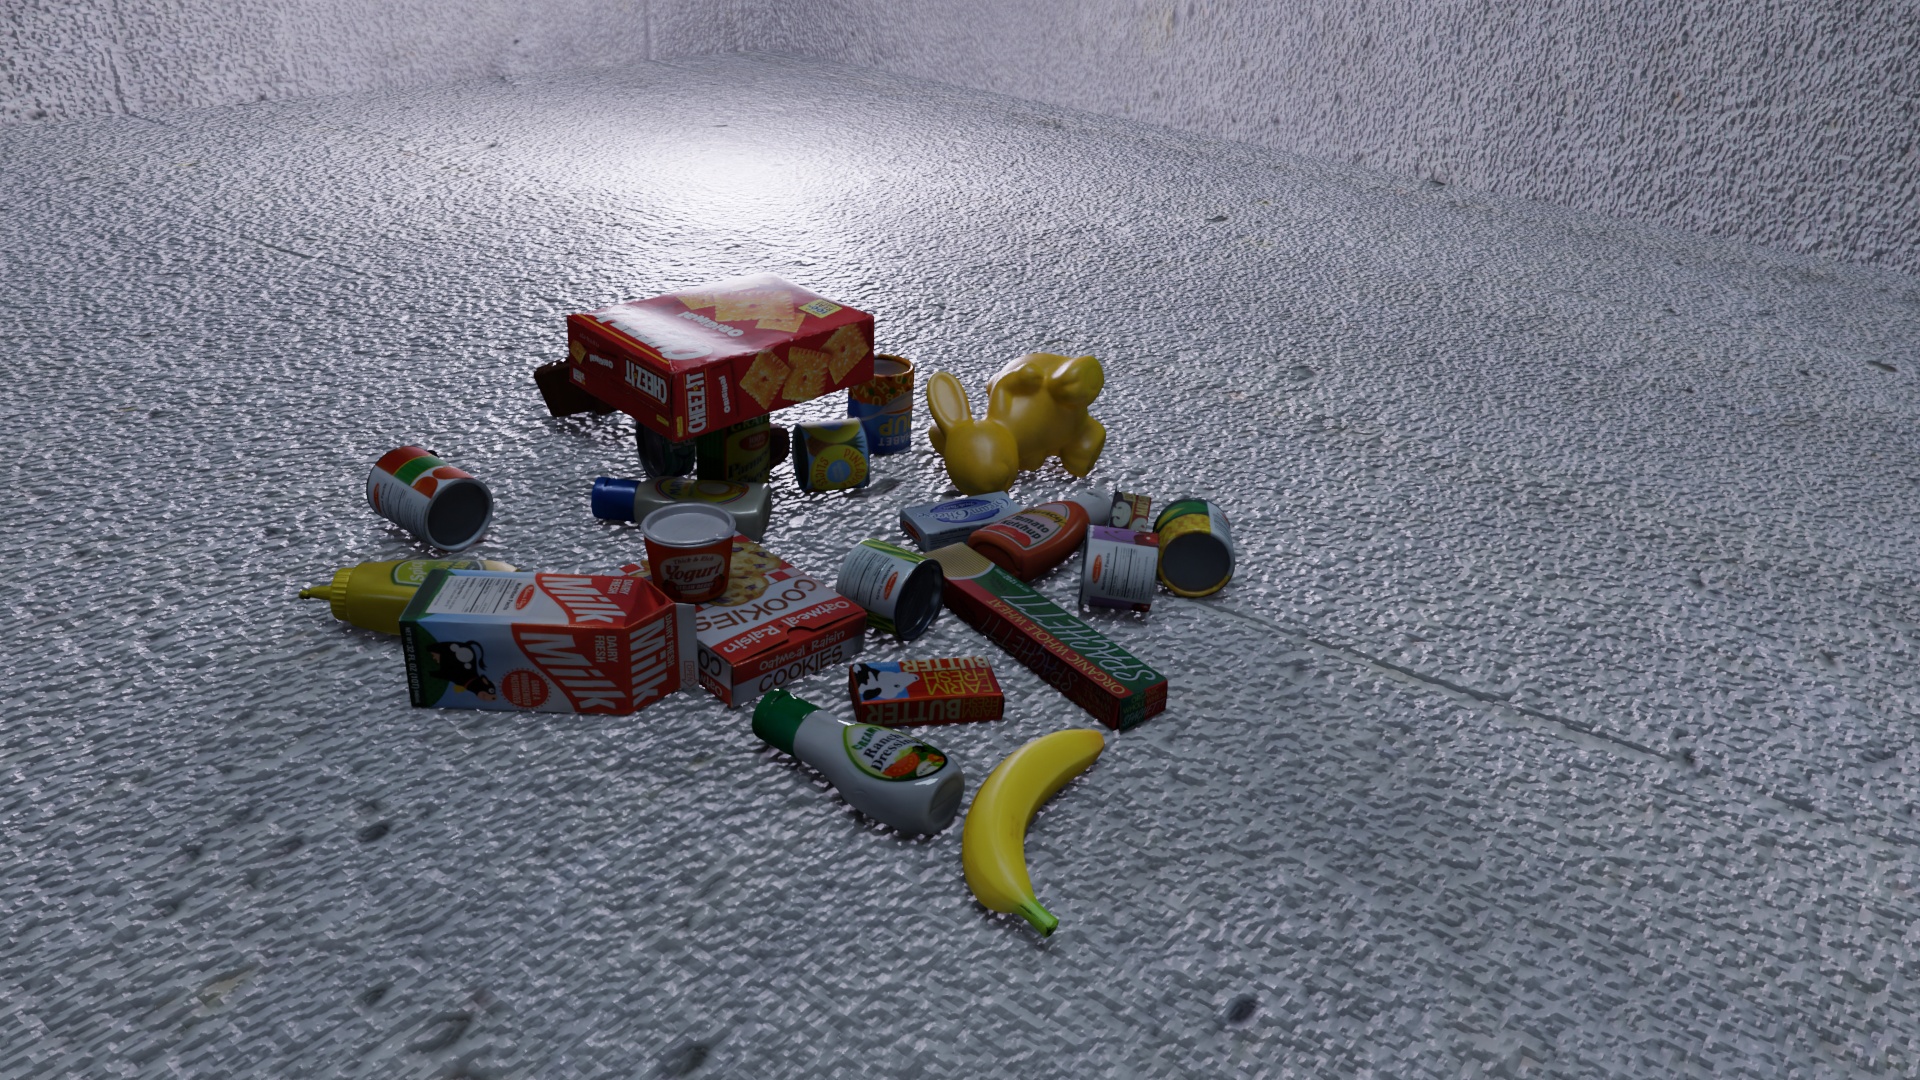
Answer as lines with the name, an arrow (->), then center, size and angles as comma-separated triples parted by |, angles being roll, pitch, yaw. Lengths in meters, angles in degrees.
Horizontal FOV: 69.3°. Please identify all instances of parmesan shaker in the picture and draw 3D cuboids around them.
parmesan shaker -> -0.201, -0.086, 1.242 | 0.071, 0.102, 0.071 | 3, 28, -2

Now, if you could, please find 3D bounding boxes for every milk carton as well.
milk carton -> -0.278, 0.071, 0.964 | 0.191, 0.072, 0.074 | 2, 27, -2

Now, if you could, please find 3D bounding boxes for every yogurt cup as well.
yogurt cup -> -0.199, 0.010, 1.023 | 0.072, 0.053, 0.073 | 3, 27, -1

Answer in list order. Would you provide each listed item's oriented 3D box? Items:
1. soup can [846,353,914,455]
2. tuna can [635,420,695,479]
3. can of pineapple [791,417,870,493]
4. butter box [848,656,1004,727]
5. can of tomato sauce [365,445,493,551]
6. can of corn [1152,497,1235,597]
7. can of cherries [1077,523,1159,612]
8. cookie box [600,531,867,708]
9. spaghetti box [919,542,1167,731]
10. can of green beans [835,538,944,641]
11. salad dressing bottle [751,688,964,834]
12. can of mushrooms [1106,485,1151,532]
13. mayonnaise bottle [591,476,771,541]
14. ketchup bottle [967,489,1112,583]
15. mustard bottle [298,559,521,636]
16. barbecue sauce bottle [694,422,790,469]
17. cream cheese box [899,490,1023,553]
soup can -> -0.077, -0.135, 1.375 | 0.071, 0.083, 0.072 | 4, 27, -2
tuna can -> -0.271, -0.090, 1.277 | 0.033, 0.070, 0.071 | -14, 32, -32
can of pineapple -> -0.119, -0.077, 1.278 | 0.058, 0.070, 0.071 | -7, 29, -20
butter box -> -0.025, 0.107, 0.981 | 0.104, 0.024, 0.053 | -2, 27, -12
can of tomato sauce -> -0.437, -0.036, 1.151 | 0.083, 0.070, 0.071 | 24, 33, 32
can of corn -> 0.193, 0.007, 1.162 | 0.071, 0.070, 0.058 | 5, 27, 2
can of cherries -> 0.127, 0.022, 1.123 | 0.058, 0.071, 0.072 | 6, 27, 4
cookie box -> -0.171, 0.053, 1.045 | 0.123, 0.040, 0.168 | -21, 37, -40
spaghetti box -> 0.055, 0.068, 1.063 | 0.050, 0.028, 0.250 | -17, 34, -34
can of green beans -> -0.054, 0.037, 1.066 | 0.058, 0.071, 0.071 | 19, 31, 28
salad dressing bottle -> -0.069, 0.138, 0.892 | 0.148, 0.043, 0.064 | 21, 30, 29
can of mushrooms -> 0.141, -0.010, 1.180 | 0.033, 0.070, 0.071 | 10, 28, 8
mayonnaise bottle -> -0.240, -0.030, 1.196 | 0.148, 0.041, 0.065 | 5, 29, 1
ketchup bottle -> 0.075, -0.006, 1.192 | 0.065, 0.043, 0.149 | 24, 33, 34
mustard bottle -> -0.408, 0.042, 1.025 | 0.160, 0.048, 0.065 | 2, 26, -4
barbecue sauce bottle -> -0.236, -0.108, 1.345 | 0.149, 0.043, 0.065 | 24, 33, 35
cream cheese box -> 0.004, -0.015, 1.221 | 0.104, 0.024, 0.053 | -10, 32, -26
